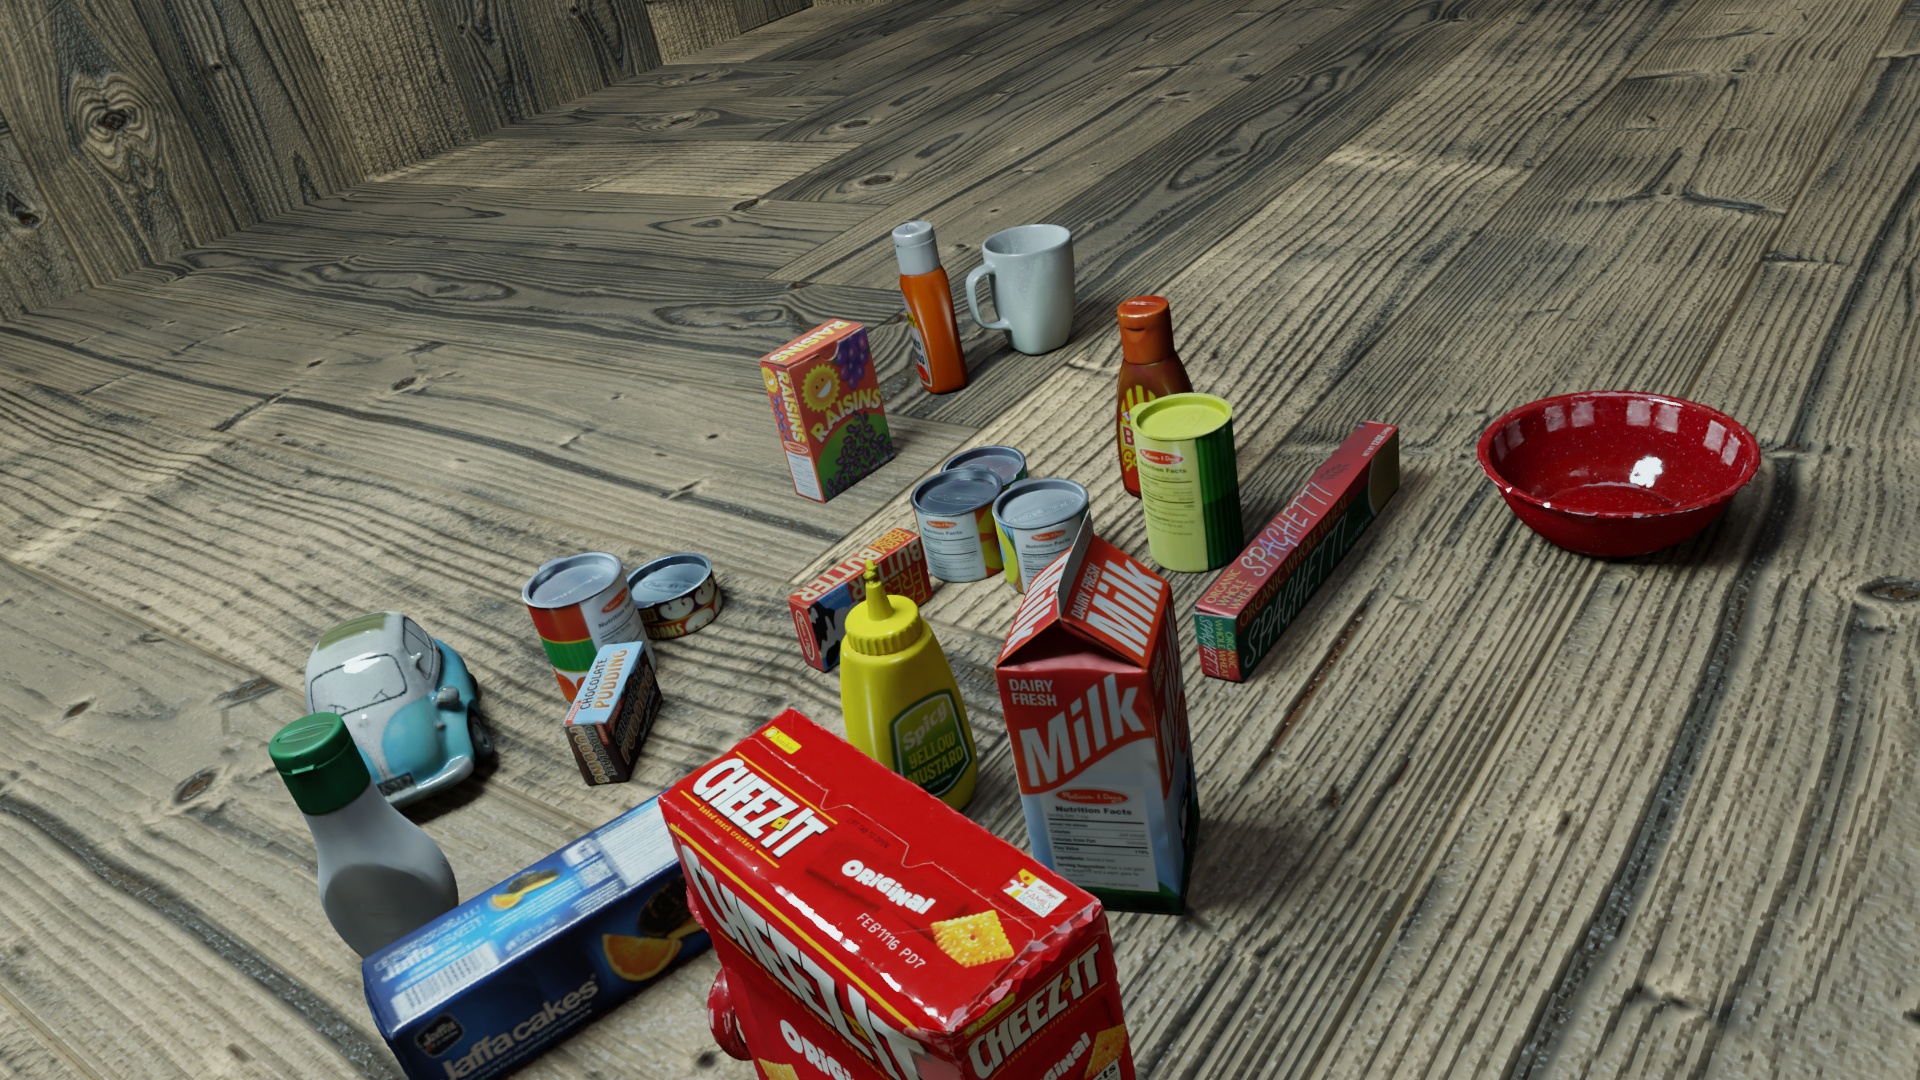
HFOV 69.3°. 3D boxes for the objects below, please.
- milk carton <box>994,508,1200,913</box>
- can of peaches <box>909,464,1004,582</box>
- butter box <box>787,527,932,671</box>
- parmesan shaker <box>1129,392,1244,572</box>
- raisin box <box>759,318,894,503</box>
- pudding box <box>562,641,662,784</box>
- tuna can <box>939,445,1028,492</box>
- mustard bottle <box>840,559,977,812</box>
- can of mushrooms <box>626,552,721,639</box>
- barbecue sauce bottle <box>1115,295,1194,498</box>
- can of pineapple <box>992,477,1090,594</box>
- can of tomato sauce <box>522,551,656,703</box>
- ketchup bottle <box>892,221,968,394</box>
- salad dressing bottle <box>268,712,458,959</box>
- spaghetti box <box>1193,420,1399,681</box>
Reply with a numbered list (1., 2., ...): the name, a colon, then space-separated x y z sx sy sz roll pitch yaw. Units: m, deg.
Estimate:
1. milk carton: 0.067 0.084 0.667 0.073 0.189 0.073 -1 31 19
2. can of peaches: 0.004 -0.012 0.986 0.071 0.057 0.071 -9 30 5
3. butter box: -0.066 0.038 0.930 0.024 0.053 0.104 19 42 42
4. parmesan shaker: 0.152 -0.039 0.934 0.071 0.102 0.071 -9 30 5
5. raisin box: -0.106 -0.105 1.117 0.040 0.122 0.086 18 41 41
6. pudding box: -0.217 0.107 0.871 0.030 0.049 0.084 -7 30 9
7. tuna can: 0.021 -0.042 1.056 0.071 0.032 0.071 -9 30 5
8. mustard bottle: -0.033 0.081 0.739 0.065 0.159 0.049 -28 33 -26
9. can of mushrooms: -0.208 0.041 0.996 0.071 0.033 0.071 -9 30 5
10. barbecue sauce bottle: 0.140 -0.101 0.998 0.065 0.147 0.044 9 36 33
11. can of pineapple: 0.059 -0.003 0.951 0.071 0.057 0.071 -9 30 5
12. can of tomato sauce: -0.248 0.059 0.930 0.071 0.082 0.071 -9 30 5
13. ketchup bottle: -0.028 -0.209 1.241 0.043 0.148 0.065 -16 30 -7
14. salad dressing bottle: -0.310 0.157 0.721 0.064 0.147 0.044 -14 30 -3
15. spaghetti box: 0.222 0.001 0.893 0.029 0.050 0.251 12 38 36
